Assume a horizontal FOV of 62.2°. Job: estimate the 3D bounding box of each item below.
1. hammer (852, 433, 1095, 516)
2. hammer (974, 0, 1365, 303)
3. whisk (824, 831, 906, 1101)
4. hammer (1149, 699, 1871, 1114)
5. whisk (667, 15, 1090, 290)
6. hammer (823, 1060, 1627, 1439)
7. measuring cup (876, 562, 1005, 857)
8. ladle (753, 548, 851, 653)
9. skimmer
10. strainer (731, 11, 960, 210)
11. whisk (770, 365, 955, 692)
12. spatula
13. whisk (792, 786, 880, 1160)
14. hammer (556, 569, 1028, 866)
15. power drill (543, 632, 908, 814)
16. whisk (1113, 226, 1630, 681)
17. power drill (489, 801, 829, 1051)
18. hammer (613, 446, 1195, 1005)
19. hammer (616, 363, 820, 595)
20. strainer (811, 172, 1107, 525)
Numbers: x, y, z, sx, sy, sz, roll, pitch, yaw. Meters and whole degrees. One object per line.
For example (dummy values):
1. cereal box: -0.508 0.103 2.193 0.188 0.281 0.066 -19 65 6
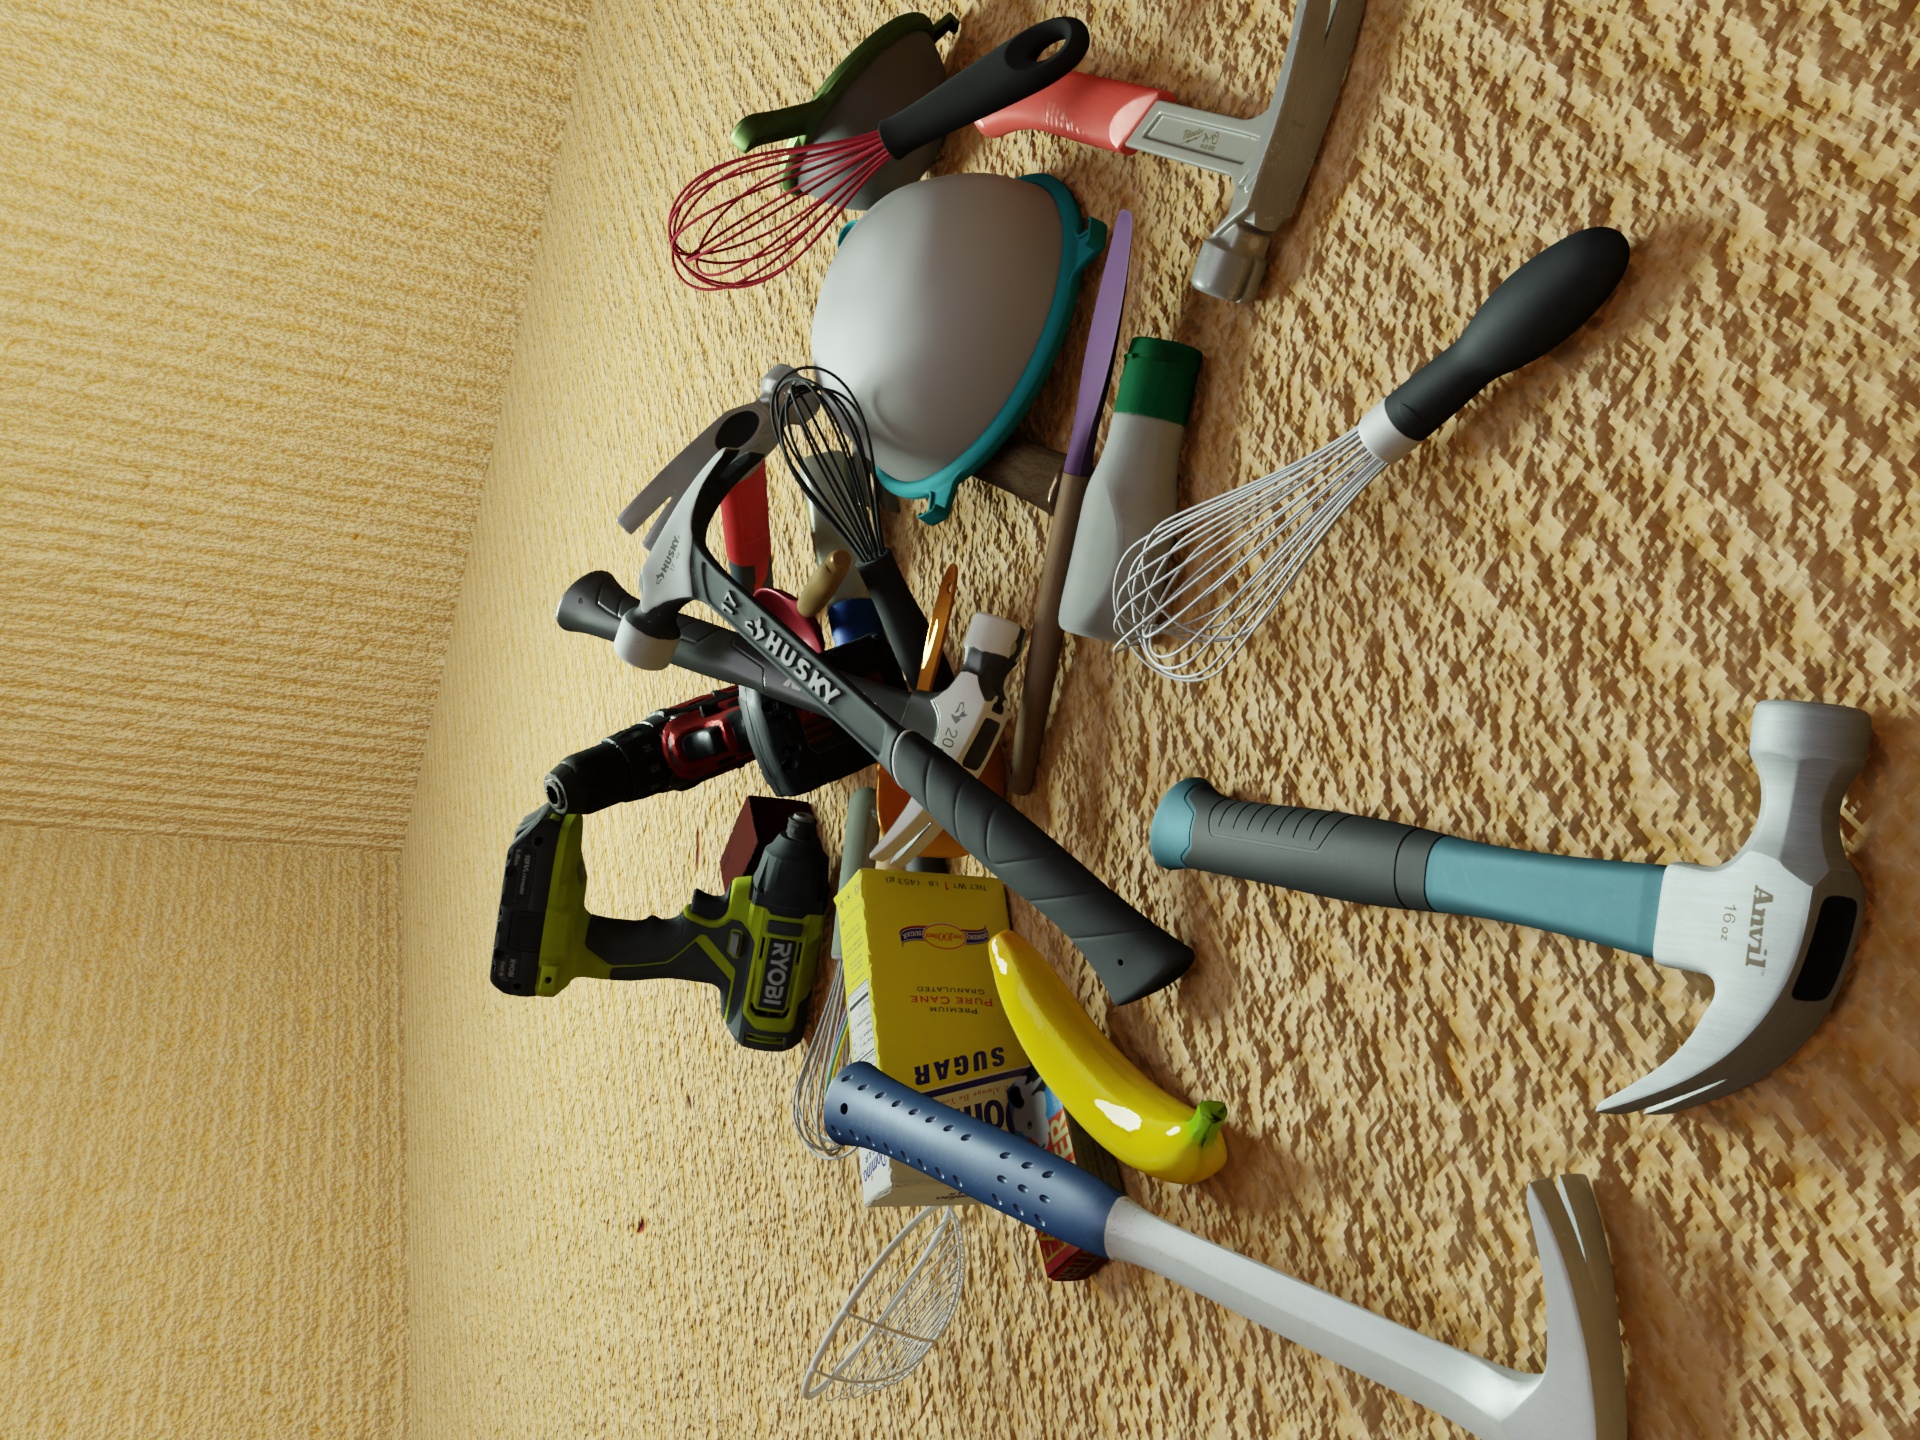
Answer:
1. hammer: -0.001 -0.173 1.000 0.332 0.031 0.130 41 120 60
2. hammer: 0.086 -0.334 0.854 0.359 0.036 0.149 51 129 56
3. whisk: -0.054 0.145 1.014 0.047 0.051 0.245 168 110 -65
4. hammer: 0.169 0.053 0.583 0.331 0.033 0.128 5 87 65
5. whisk: -0.056 -0.325 0.914 0.296 0.073 0.073 -19 63 28
6. hammer: 0.073 0.202 0.640 0.406 0.035 0.144 8 89 51
7. measuring cup: -0.001 -0.003 0.934 0.095 0.052 0.173 22 102 64
8. ladle: -0.097 -0.078 1.027 0.031 0.069 0.315 -43 5 -11
9. skimmer: -0.047 0.200 0.931 0.127 0.090 0.364 77 -170 -65
10. strainer: -0.069 -0.382 1.049 0.151 0.069 0.256 -46 2 32
11. whisk: -0.048 -0.097 0.939 0.055 0.055 0.238 31 149 63
12. spatula: 0.057 -0.104 0.835 0.060 0.018 0.315 -100 19 -67
13. whisk: -0.074 0.166 1.058 0.059 0.057 0.246 0 79 30
14. hammer: -0.122 -0.026 0.945 0.335 0.035 0.146 19 87 33
15. power drill: -0.159 0.013 1.072 0.227 0.188 0.080 -10 100 50
16. whisk: 0.152 -0.097 0.639 0.284 0.070 0.070 -41 47 48
17. power drill: -0.208 0.135 1.131 0.080 0.223 0.171 -114 34 -76
18. hammer: -0.037 0.005 0.828 0.409 0.036 0.149 40 115 30
19. hammer: -0.160 -0.111 1.126 0.143 0.038 0.386 -46 -7 -15
20. strainer: -0.049 -0.278 1.000 0.211 0.095 0.341 -59 34 17
